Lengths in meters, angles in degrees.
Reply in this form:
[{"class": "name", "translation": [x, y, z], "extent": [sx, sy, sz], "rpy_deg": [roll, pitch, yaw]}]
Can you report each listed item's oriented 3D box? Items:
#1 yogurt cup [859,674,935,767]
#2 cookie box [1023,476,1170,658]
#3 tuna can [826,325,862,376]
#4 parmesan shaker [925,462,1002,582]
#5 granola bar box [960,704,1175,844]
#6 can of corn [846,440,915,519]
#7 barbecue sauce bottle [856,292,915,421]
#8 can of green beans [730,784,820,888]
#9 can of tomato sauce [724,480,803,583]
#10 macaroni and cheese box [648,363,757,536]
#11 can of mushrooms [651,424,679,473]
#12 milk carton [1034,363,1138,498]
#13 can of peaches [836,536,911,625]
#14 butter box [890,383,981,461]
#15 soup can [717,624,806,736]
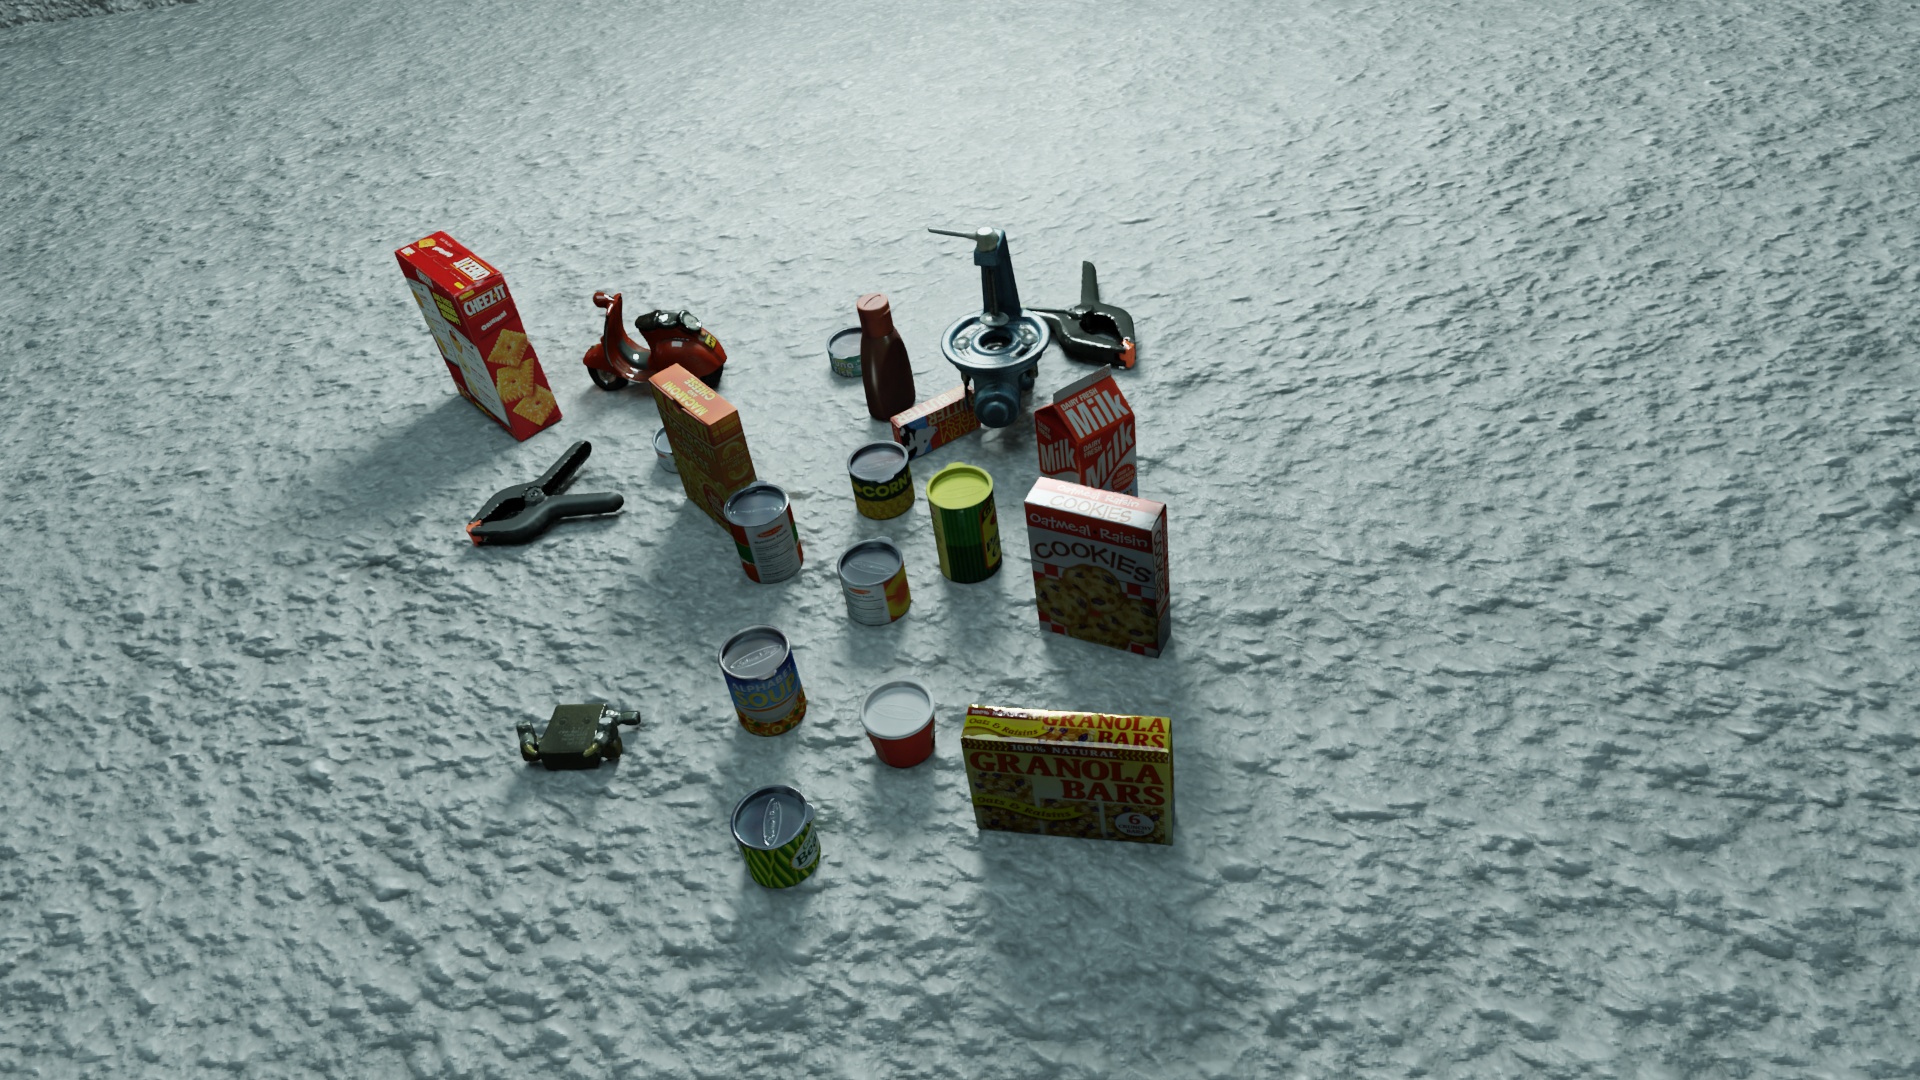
[{"class": "yogurt cup", "translation": [-0.053, 0.166, 1.240], "extent": [0.072, 0.053, 0.073], "rpy_deg": [-5, 42, 5]}, {"class": "cookie box", "translation": [0.128, 0.025, 1.276], "extent": [0.123, 0.166, 0.040], "rpy_deg": [13, 47, 23]}, {"class": "tuna can", "translation": [-0.131, -0.231, 1.703], "extent": [0.071, 0.032, 0.071], "rpy_deg": [-5, 42, 5]}, {"class": "parmesan shaker", "translation": [0.005, -0.017, 1.393], "extent": [0.071, 0.102, 0.072], "rpy_deg": [-5, 42, 5]}, {"class": "granola bar box", "translation": [0.091, 0.191, 1.134], "extent": [0.165, 0.123, 0.039], "rpy_deg": [2, 43, 13]}, {"class": "can of corn", "translation": [-0.084, -0.063, 1.493], "extent": [0.071, 0.058, 0.071], "rpy_deg": [-5, 42, 5]}, {"class": "barbecue sauce bottle", "translation": [-0.088, -0.211, 1.588], "extent": [0.044, 0.147, 0.065], "rpy_deg": [21, 51, 30]}, {"class": "can of green beans", "translation": [-0.154, 0.248, 1.165], "extent": [0.071, 0.057, 0.071], "rpy_deg": [-5, 42, 5]}, {"class": "can of tomato sauce", "translation": [-0.202, -0.008, 1.436], "extent": [0.071, 0.082, 0.071], "rpy_deg": [-5, 42, 5]}, {"class": "macaroni and cheese box", "translation": [-0.265, -0.090, 1.475], "extent": [0.040, 0.165, 0.124], "rpy_deg": [-34, 47, -24]}, {"class": "can of mushrooms", "translation": [-0.318, -0.111, 1.607], "extent": [0.071, 0.033, 0.071], "rpy_deg": [-5, 42, 5]}, {"class": "milk carton", "translation": [0.126, -0.085, 1.380], "extent": [0.072, 0.189, 0.073], "rpy_deg": [-29, 46, -20]}, {"class": "can of peaches", "translation": [-0.084, 0.040, 1.380], "extent": [0.071, 0.057, 0.071], "rpy_deg": [-5, 42, 5]}, {"class": "butter box", "translation": [-0.027, -0.133, 1.562], "extent": [0.104, 0.052, 0.024], "rpy_deg": [-27, 45, -18]}, {"class": "soup can", "translation": [-0.181, 0.132, 1.279], "extent": [0.071, 0.083, 0.072], "rpy_deg": [-5, 42, 5]}]
